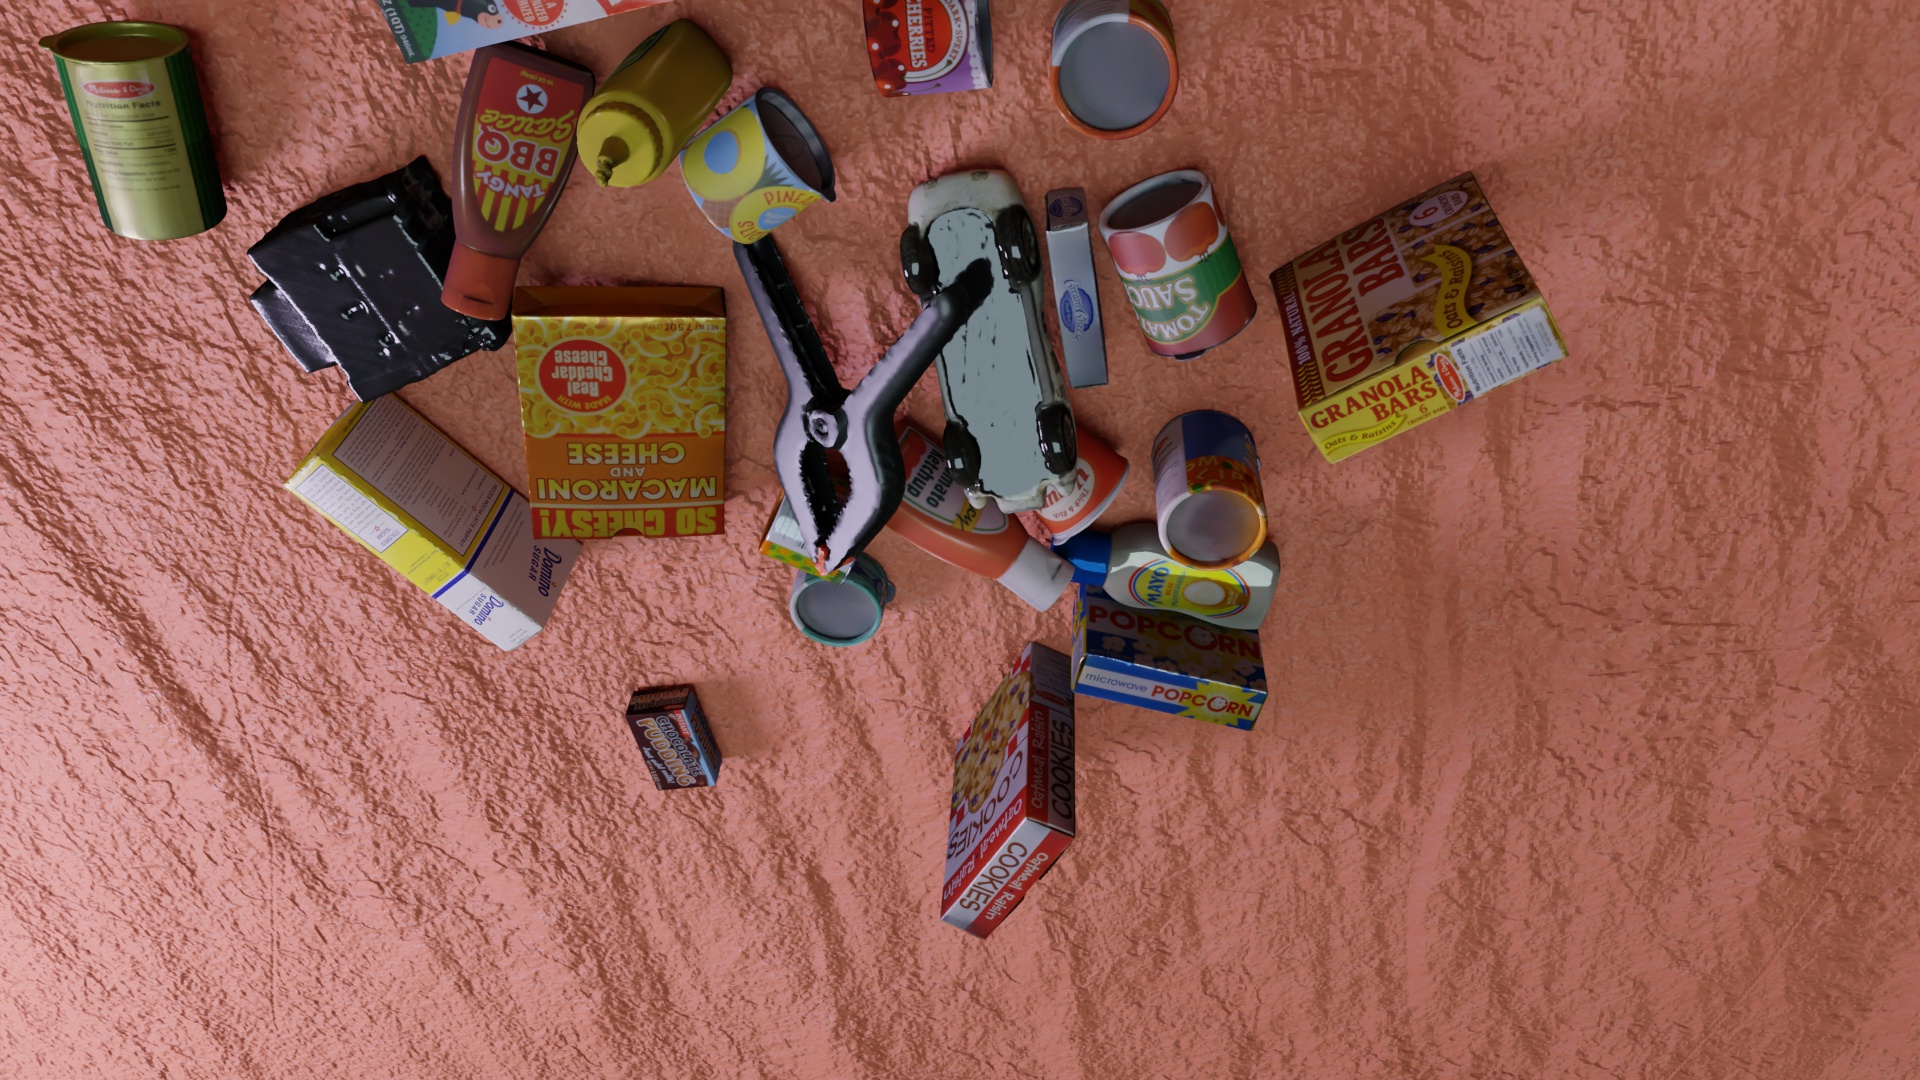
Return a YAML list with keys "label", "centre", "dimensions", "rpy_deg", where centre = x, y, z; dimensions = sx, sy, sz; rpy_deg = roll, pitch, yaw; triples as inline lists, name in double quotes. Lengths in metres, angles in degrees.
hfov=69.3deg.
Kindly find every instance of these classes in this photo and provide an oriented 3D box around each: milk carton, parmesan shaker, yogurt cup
- label: "milk carton"
  centre: [-0.195, -0.303, 0.694]
  dimensions: [0.190, 0.074, 0.072]
  rpy_deg: [-9, 125, 11]
- label: "parmesan shaker"
  centre: [-0.459, -0.228, 0.776]
  dimensions: [0.071, 0.072, 0.102]
  rpy_deg: [7, 128, 0]
- label: "yogurt cup"
  centre: [0.064, -0.043, 0.873]
  dimensions: [0.054, 0.073, 0.072]
  rpy_deg: [43, 119, -15]

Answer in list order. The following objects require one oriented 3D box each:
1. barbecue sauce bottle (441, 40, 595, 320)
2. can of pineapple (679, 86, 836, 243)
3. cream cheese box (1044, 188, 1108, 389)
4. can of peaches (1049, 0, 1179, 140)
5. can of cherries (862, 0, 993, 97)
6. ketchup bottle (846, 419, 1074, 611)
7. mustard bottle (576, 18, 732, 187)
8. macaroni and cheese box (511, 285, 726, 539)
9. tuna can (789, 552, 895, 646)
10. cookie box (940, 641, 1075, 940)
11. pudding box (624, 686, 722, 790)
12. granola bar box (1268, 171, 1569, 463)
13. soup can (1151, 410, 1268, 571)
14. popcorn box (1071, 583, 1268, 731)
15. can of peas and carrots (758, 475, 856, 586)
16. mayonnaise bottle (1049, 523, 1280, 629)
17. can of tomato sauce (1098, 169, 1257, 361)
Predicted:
- label: "barbecue sauce bottle"
  centre: [-0.252, -0.197, 0.769]
  dimensions: [0.065, 0.044, 0.148]
  rpy_deg: [12, 110, -27]
- label: "can of pineapple"
  centre: [-0.111, -0.204, 0.764]
  dimensions: [0.057, 0.071, 0.071]
  rpy_deg: [-28, 120, 24]
- label: "cream cheese box"
  centre: [0.067, -0.145, 0.802]
  dimensions: [0.024, 0.054, 0.103]
  rpy_deg: [-8, 126, 7]
- label: "can of peaches"
  centre: [0.081, -0.247, 0.721]
  dimensions: [0.071, 0.058, 0.071]
  rpy_deg: [2, 126, 3]
- label: "can of cherries"
  centre: [-0.016, -0.263, 0.710]
  dimensions: [0.058, 0.072, 0.071]
  rpy_deg: [-3, 126, 8]
- label: "ketchup bottle"
  centre: [0.003, -0.011, 0.885]
  dimensions: [0.149, 0.065, 0.043]
  rpy_deg: [36, 144, -7]
- label: "mustard bottle"
  centre: [-0.160, -0.216, 0.702]
  dimensions: [0.065, 0.161, 0.048]
  rpy_deg: [-32, 117, 24]
- label: "macaroni and cheese box"
  centre: [-0.210, -0.076, 0.868]
  dimensions: [0.124, 0.040, 0.165]
  rpy_deg: [-2, 128, -12]
- label: "tuna can"
  centre: [-0.082, 0.040, 0.965]
  dimensions: [0.071, 0.033, 0.070]
  rpy_deg: [3, 127, 4]
- label: "cookie box"
  centre: [0.035, 0.172, 0.968]
  dimensions: [0.040, 0.168, 0.122]
  rpy_deg: [24, 125, -13]
- label: "pudding box"
  centre: [-0.218, 0.151, 1.061]
  dimensions: [0.049, 0.030, 0.083]
  rpy_deg: [-6, 126, 8]
- label: "granola bar box"
  centre: [0.234, -0.123, 0.734]
  dimensions: [0.124, 0.166, 0.039]
  rpy_deg: [-26, 118, 22]
- label: "soup can"
  centre: [0.156, -0.031, 0.860]
  dimensions: [0.071, 0.084, 0.071]
  rpy_deg: [2, 127, 3]
- label: "popcorn box"
  centre: [0.139, 0.075, 0.939]
  dimensions: [0.127, 0.085, 0.038]
  rpy_deg: [13, 126, -4]
- label: "can of peas and carrots"
  centre: [-0.094, -0.011, 0.909]
  dimensions: [0.059, 0.071, 0.070]
  rpy_deg: [23, 125, -12]
- label: "mayonnaise bottle"
  centre: [0.133, 0.020, 0.926]
  dimensions: [0.148, 0.041, 0.064]
  rpy_deg: [9, 127, -1]
- label: "can of tomato sauce"
  centre: [0.121, -0.154, 0.780]
  dimensions: [0.071, 0.071, 0.082]
  rpy_deg: [-18, 122, 17]
